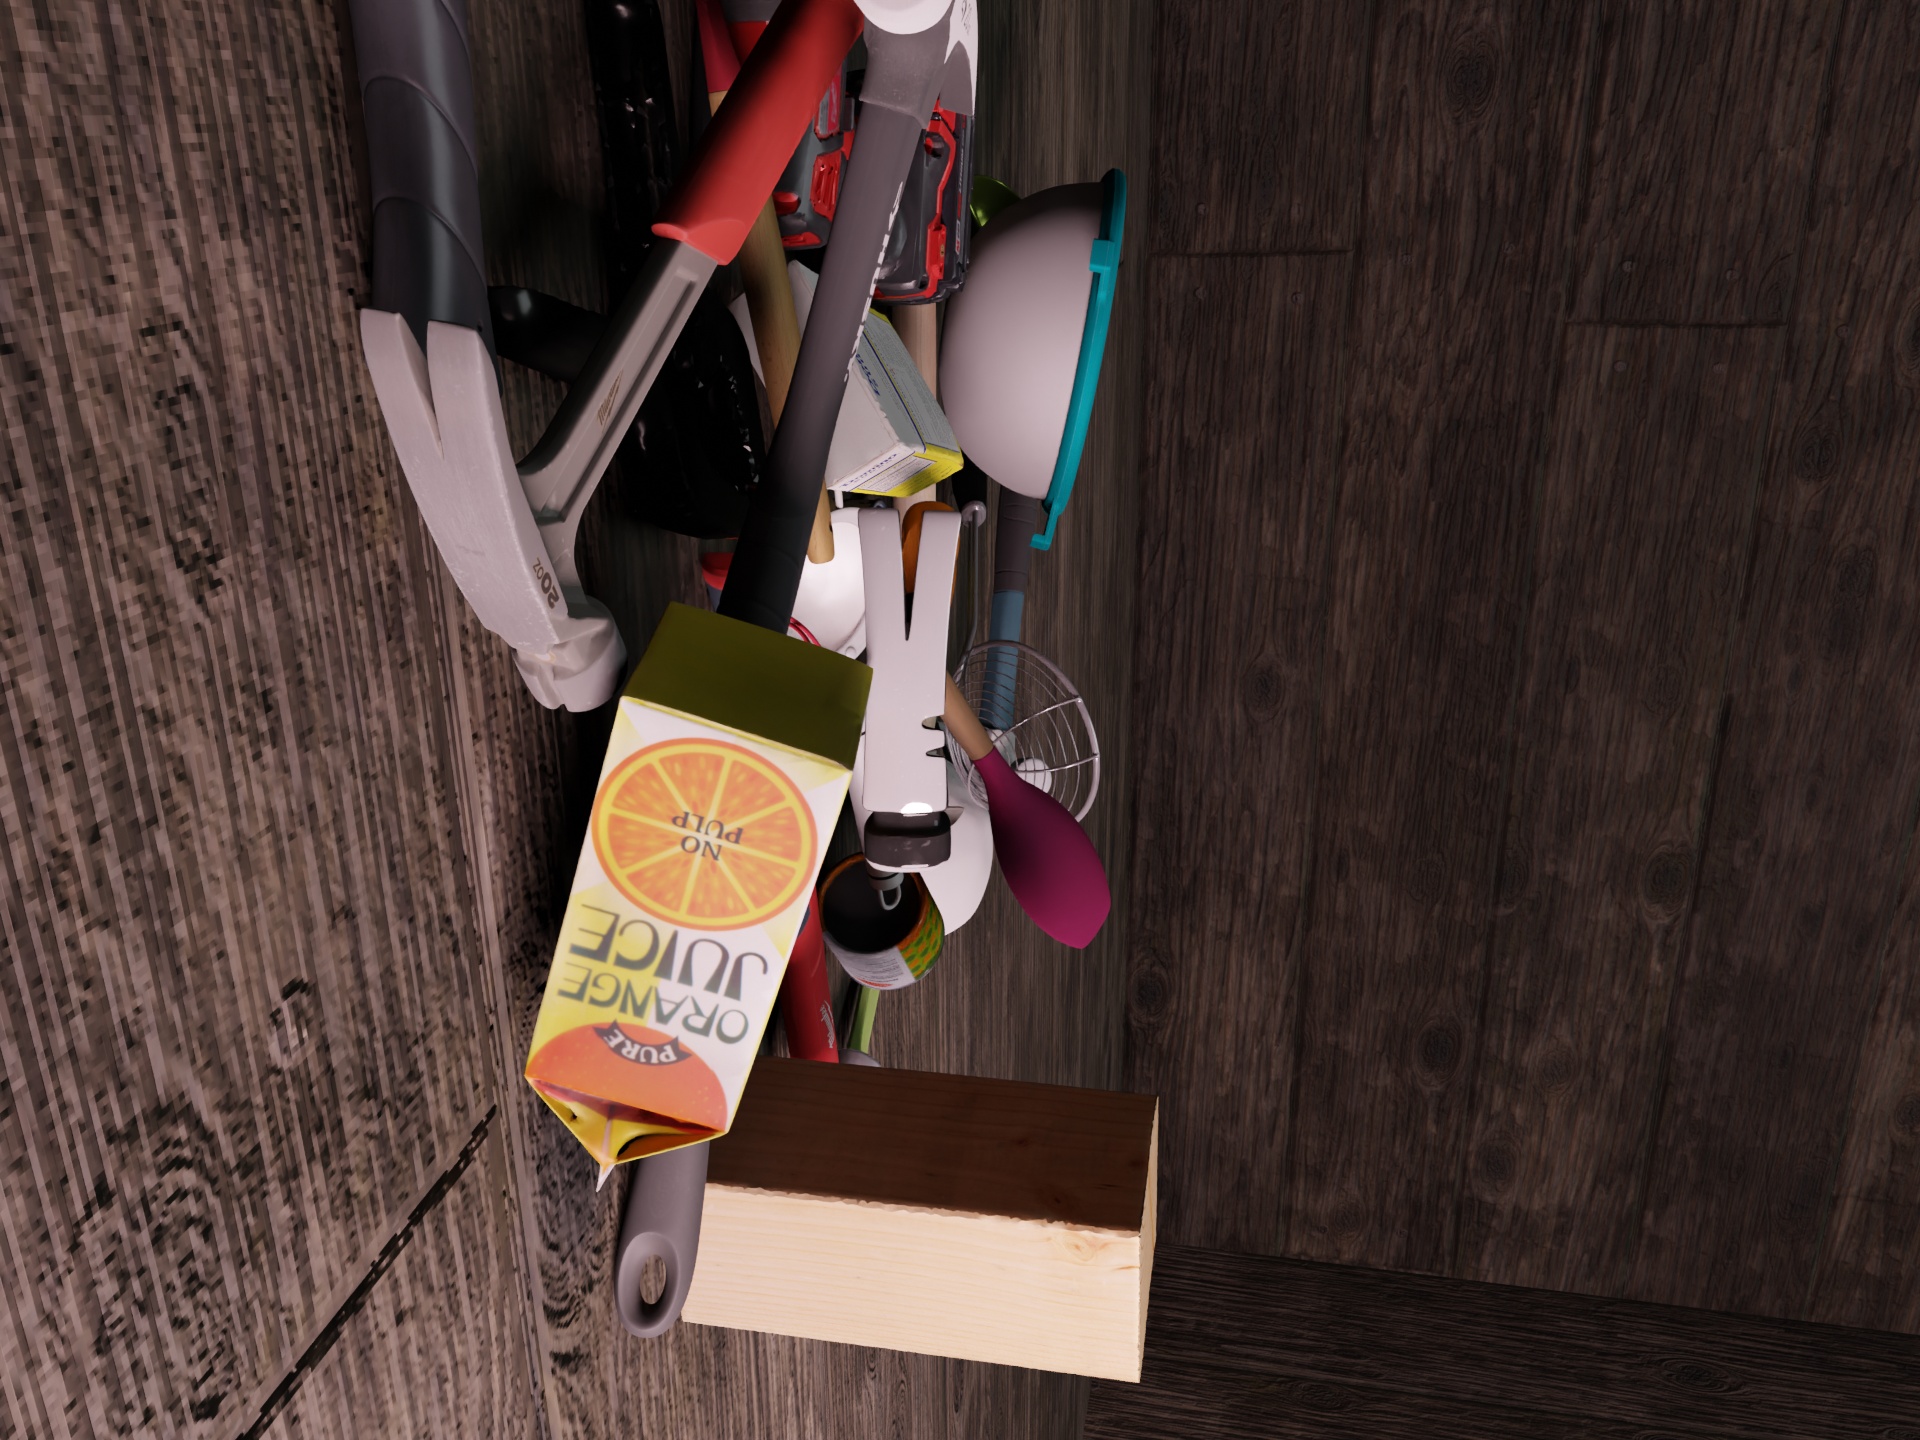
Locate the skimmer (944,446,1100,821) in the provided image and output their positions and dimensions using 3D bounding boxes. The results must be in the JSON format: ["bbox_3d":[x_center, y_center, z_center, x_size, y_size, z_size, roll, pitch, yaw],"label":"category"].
[{"bbox_3d":[0.036,-0.090,1.089,0.127,0.090,0.364,122,-24,-46],"label":"skimmer"}]

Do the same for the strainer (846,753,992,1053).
[{"bbox_3d":[-0.023,0.124,1.024,0.151,0.069,0.257,81,15,-48],"label":"strainer"}]

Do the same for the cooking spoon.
[{"bbox_3d":[-0.001,-0.003,0.848,0.318,0.017,0.069,56,50,-22],"label":"cooking spoon"}]

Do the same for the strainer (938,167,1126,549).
[{"bbox_3d":[0.039,-0.275,1.029,0.341,0.095,0.210,-85,-175,-53],"label":"strainer"}]

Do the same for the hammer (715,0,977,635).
[{"bbox_3d":[-0.056,-0.095,0.565,0.146,0.035,0.334,-69,177,-77],"label":"hammer"}]

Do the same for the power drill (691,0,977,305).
[{"bbox_3d":[-0.057,-0.271,0.720,0.219,0.078,0.143,-16,109,-75],"label":"power drill"}]

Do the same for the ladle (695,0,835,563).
[{"bbox_3d":[-0.082,-0.207,0.592,0.069,0.031,0.315,-78,160,-64],"label":"ladle"}]

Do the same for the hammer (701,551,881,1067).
[{"bbox_3d":[-0.086,0.098,0.772,0.143,0.038,0.386,-69,160,-53],"label":"hammer"}]

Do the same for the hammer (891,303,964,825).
[{"bbox_3d":[-0.025,-0.143,0.920,0.146,0.038,0.410,-167,-104,-81],"label":"hammer"}]

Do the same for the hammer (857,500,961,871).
[{"bbox_3d":[-0.017,-0.057,0.690,0.337,0.034,0.127,-89,180,-72],"label":"hammer"}]

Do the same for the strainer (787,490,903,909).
[{"bbox_3d":[-0.059,-0.007,0.805,0.087,0.050,0.258,-36,129,-37],"label":"strainer"}]

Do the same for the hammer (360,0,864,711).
[{"bbox_3d":[-0.075,-0.184,0.510,0.149,0.037,0.359,86,19,-56],"label":"hammer"}]

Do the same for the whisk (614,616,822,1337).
[{"bbox_3d":[-0.102,0.100,0.644,0.073,0.073,0.296,30,69,-78],"label":"whisk"}]

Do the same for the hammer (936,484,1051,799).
[{"bbox_3d":[0.037,-0.106,1.157,0.128,0.033,0.331,-7,-104,62],"label":"hammer"}]

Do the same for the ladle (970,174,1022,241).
[{"bbox_3d":[0.004,-0.411,1.036,0.319,0.062,0.078,67,15,-61],"label":"ladle"}]

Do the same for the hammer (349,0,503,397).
[{"bbox_3d":[-0.141,-0.281,0.377,0.149,0.036,0.408,-60,152,-69],"label":"hammer"}]
